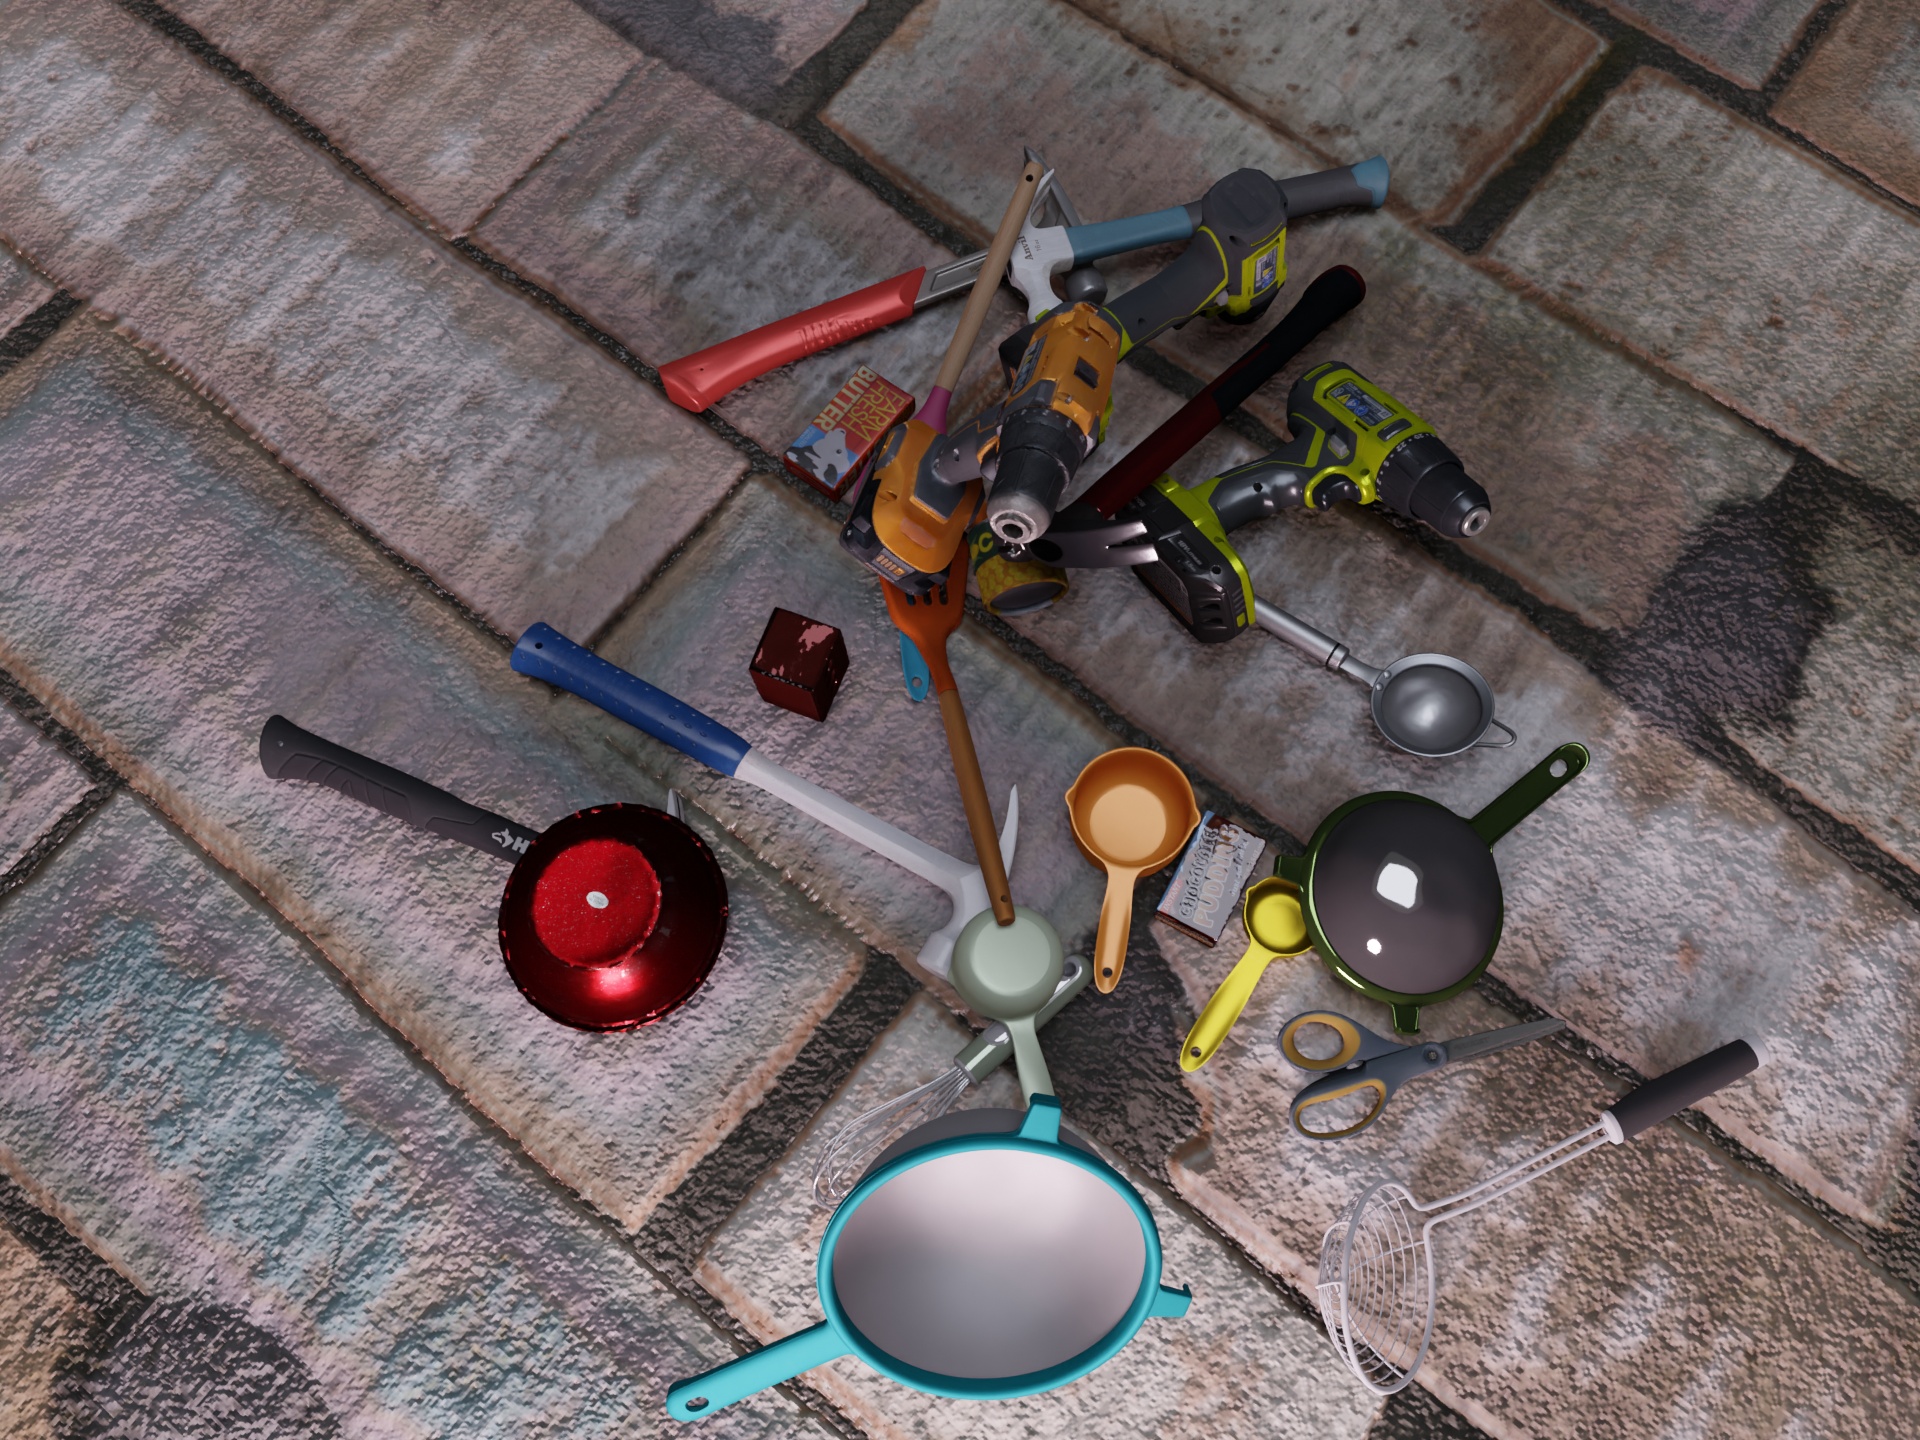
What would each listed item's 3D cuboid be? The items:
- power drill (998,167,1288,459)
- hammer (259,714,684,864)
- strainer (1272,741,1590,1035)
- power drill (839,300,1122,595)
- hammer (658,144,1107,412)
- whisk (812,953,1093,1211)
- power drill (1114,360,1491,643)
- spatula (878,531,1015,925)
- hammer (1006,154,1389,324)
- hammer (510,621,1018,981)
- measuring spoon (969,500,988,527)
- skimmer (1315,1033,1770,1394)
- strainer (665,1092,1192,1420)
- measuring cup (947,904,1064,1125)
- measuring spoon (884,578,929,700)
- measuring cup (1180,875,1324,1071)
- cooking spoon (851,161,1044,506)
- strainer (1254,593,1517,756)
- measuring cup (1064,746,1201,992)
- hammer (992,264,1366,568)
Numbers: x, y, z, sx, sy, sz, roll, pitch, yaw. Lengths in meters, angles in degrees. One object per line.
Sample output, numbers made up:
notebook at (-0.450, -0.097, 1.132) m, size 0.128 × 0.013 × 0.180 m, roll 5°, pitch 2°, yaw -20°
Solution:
power drill at (0.145, -0.295, 1.194) m, size 0.223 × 0.171 × 0.080 m, roll -36°, pitch 74°, yaw -1°
hammer at (-0.357, 0.068, 1.150) m, size 0.335 × 0.035 × 0.146 m, roll 22°, pitch 74°, yaw 9°
strainer at (0.353, 0.086, 1.093) m, size 0.256 × 0.069 × 0.151 m, roll -35°, pitch 83°, yaw -16°
power drill at (0.010, -0.164, 1.078) m, size 0.084 × 0.226 × 0.185 m, roll 34°, pitch 54°, yaw -23°
hammer at (-0.072, -0.339, 1.274) m, size 0.359 × 0.036 × 0.149 m, roll -22°, pitch 72°, yaw -6°
whisk at (-0.003, 0.242, 1.077) m, size 0.246 × 0.059 × 0.058 m, roll -40°, pitch 47°, yaw -15°
power drill at (0.247, -0.155, 1.157) m, size 0.228 × 0.080 × 0.191 m, roll -30°, pitch 49°, yaw -7°
spatula at (-0.002, -0.004, 1.130) m, size 0.081 × 0.041 × 0.323 m, roll -2°, pitch 56°, yaw -19°
hammer at (0.192, -0.398, 1.266) m, size 0.331 × 0.033 × 0.128 m, roll -15°, pitch 73°, yaw -11°
hammer at (-0.145, 0.031, 1.155) m, size 0.405 × 0.035 × 0.144 m, roll 28°, pitch 75°, yaw 10°
measuring spoon at (0.006, -0.156, 1.215) m, size 0.117 × 0.011 × 0.021 m, roll -12°, pitch 103°, yaw -9°
skimmer at (0.386, 0.302, 1.022) m, size 0.363 × 0.090 × 0.127 m, roll -24°, pitch 105°, yaw -9°
strainer at (-0.039, 0.347, 1.016) m, size 0.340 × 0.095 × 0.210 m, roll -28°, pitch 113°, yaw 12°
measuring cup at (0.043, 0.201, 1.054) m, size 0.083 × 0.038 × 0.168 m, roll -10°, pitch 67°, yaw -10°
measuring spoon at (-0.041, -0.076, 1.199) m, size 0.042 × 0.021 × 0.129 m, roll -3°, pitch 80°, yaw -20°
measuring cup at (0.197, 0.177, 1.102) m, size 0.062 × 0.029 × 0.156 m, roll 34°, pitch 78°, yaw 11°
cooking spoon at (-0.004, -0.277, 1.216) m, size 0.069 × 0.017 × 0.319 m, roll 23°, pitch 92°, yaw 4°
strainer at (0.284, -0.042, 1.165) m, size 0.258 × 0.050 × 0.087 m, roll 33°, pitch 70°, yaw 17°
measuring cup at (0.113, 0.107, 1.114) m, size 0.095 × 0.052 × 0.174 m, roll 9°, pitch 74°, yaw 5°
hammer at (0.194, -0.230, 1.162) m, size 0.386 × 0.143 × 0.038 m, roll -42°, pitch 120°, yaw -27°
